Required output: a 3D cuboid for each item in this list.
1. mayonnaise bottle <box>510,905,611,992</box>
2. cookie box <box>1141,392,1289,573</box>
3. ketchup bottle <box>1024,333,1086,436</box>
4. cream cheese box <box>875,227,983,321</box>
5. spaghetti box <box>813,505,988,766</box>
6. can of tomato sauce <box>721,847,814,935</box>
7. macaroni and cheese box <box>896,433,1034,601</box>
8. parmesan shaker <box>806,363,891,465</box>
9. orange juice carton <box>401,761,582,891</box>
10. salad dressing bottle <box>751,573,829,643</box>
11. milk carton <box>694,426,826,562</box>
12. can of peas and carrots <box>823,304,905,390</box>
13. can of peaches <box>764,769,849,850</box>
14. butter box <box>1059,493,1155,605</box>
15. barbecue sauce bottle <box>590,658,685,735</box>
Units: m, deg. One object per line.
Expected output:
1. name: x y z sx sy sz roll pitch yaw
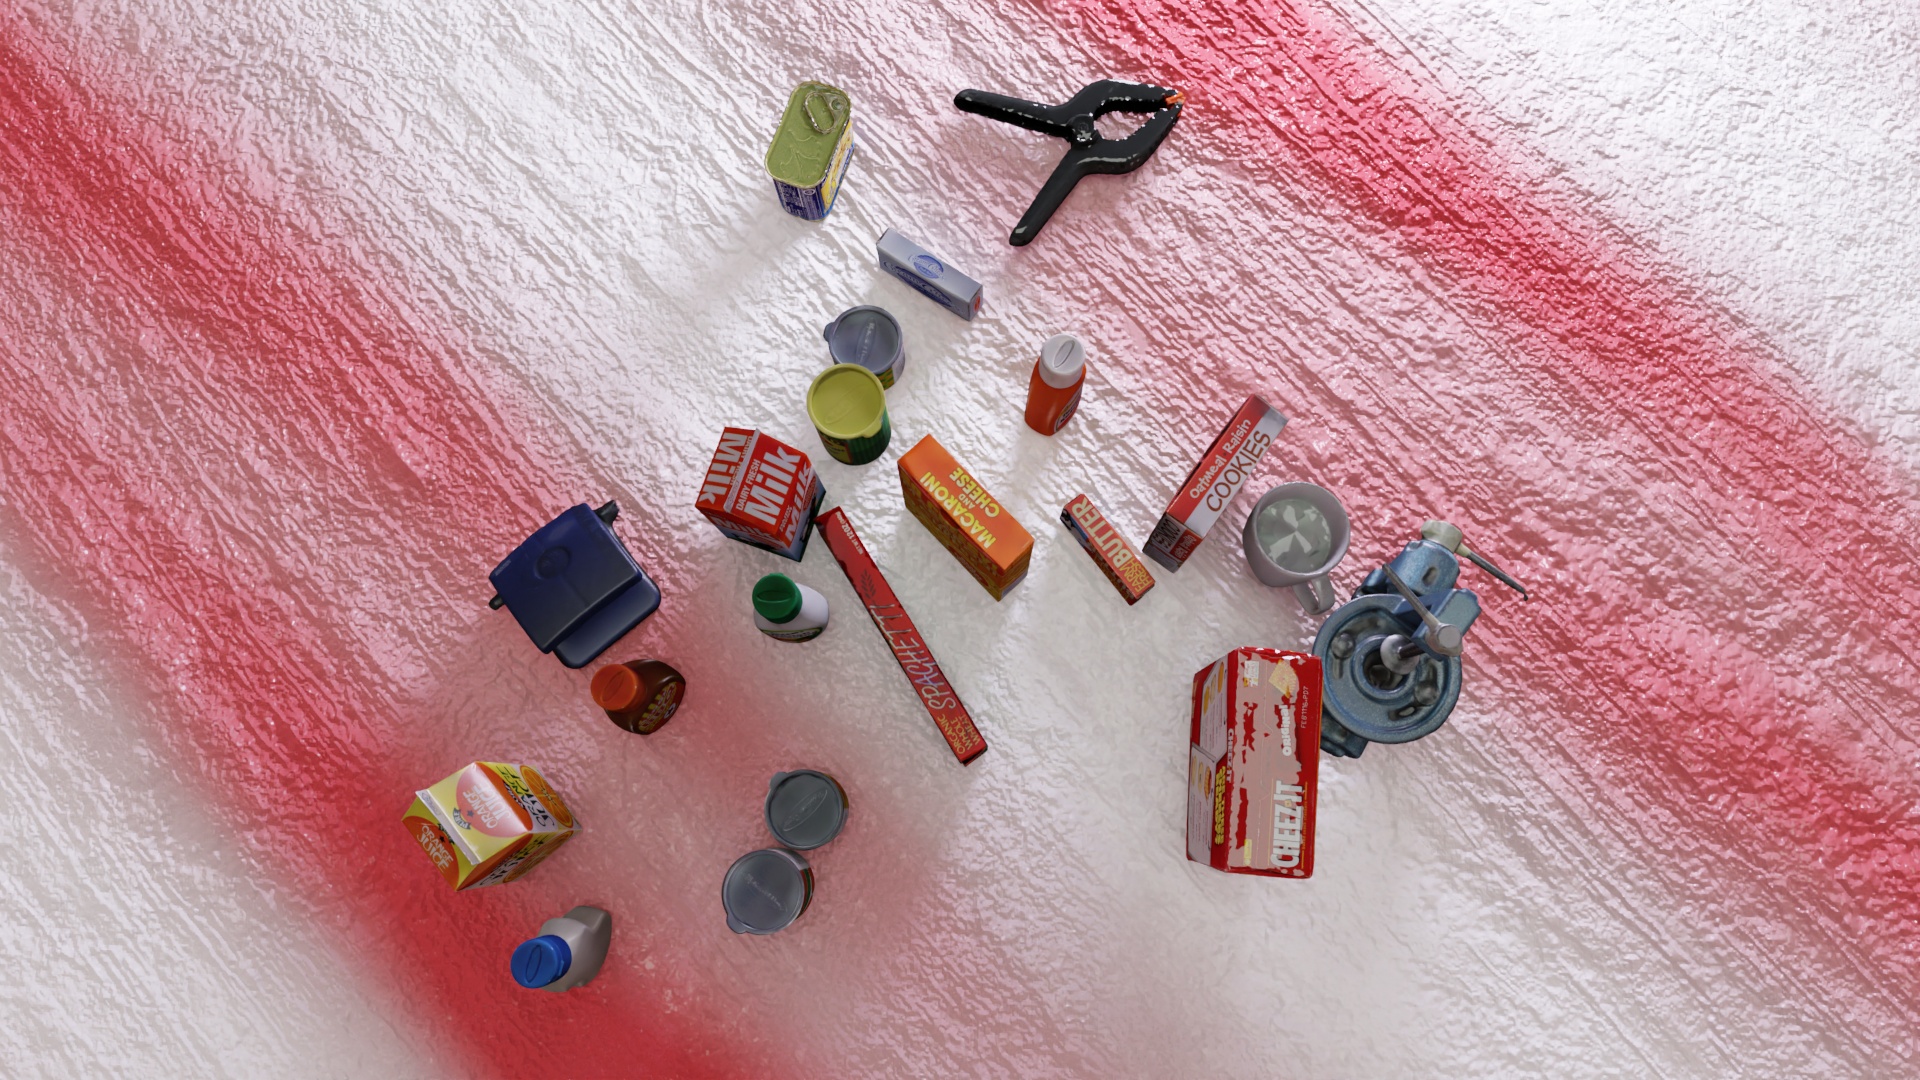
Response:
1. mayonnaise bottle: -0.318 0.329 1.108 0.041 0.148 0.065 13 80 3
2. cookie box: 0.210 -0.045 1.168 0.040 0.167 0.123 36 82 7
3. ketchup bottle: 0.083 -0.138 1.197 0.043 0.148 0.065 32 81 6
4. cream cheese box: -0.028 -0.241 1.267 0.104 0.053 0.024 33 81 7
5. spaghetti box: -0.051 0.083 1.204 0.029 0.050 0.250 -32 80 -5
6. can of tomato sauce: -0.158 0.290 1.147 0.071 0.083 0.071 0 79 1
7. macaroni and cheese box: 0.004 -0.015 1.164 0.040 0.166 0.124 -43 82 -7
8. parmesan shaker: -0.094 -0.106 1.215 0.071 0.103 0.071 0 79 1
9. orange juice carton: -0.375 0.227 1.106 0.073 0.192 0.072 -39 81 -6
10. salad dressing bottle: -0.146 0.056 1.161 0.064 0.147 0.044 -1 79 1
11. milk carton: -0.167 -0.039 1.158 0.073 0.190 0.072 19 80 4
12. can of peas and carrots: -0.086 -0.171 1.251 0.071 0.058 0.071 0 79 1
13. can of peaches: -0.130 0.225 1.172 0.071 0.058 0.071 0 79 1
14. butter box: 0.128 0.008 1.216 0.024 0.053 0.103 -37 81 -6
15. barbecue sauce bottle: -0.269 0.126 1.147 0.044 0.148 0.065 33 81 6
